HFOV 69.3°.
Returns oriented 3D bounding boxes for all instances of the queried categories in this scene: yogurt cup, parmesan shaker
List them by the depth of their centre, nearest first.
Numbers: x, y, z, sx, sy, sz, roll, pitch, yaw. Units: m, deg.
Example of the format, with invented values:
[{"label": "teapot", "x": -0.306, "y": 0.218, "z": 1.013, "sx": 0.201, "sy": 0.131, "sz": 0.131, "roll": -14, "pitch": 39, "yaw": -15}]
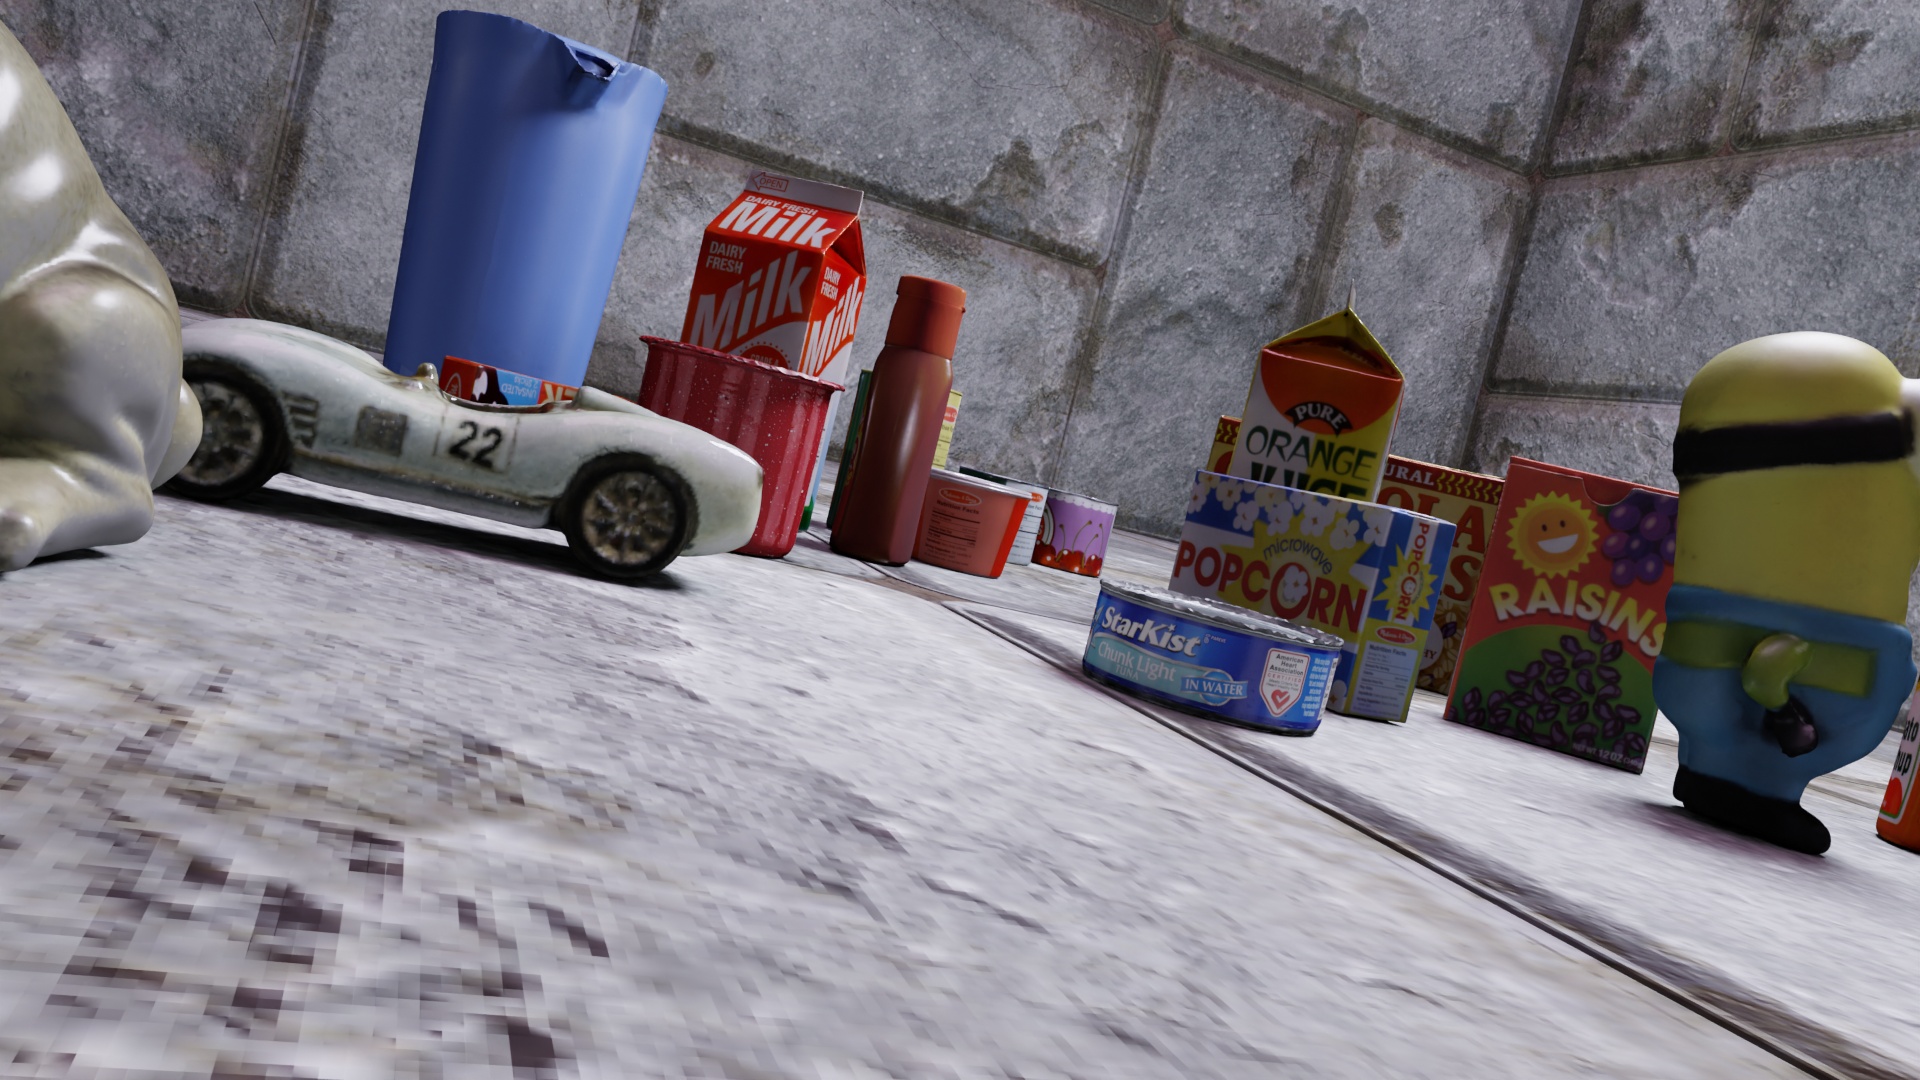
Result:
[{"label": "yogurt cup", "x": 0.003, "y": -0.010, "z": 0.806, "sx": 0.072, "sy": 0.054, "sz": 0.072, "roll": 14, "pitch": 3, "yaw": -1}, {"label": "parmesan shaker", "x": -0.044, "y": -0.051, "z": 0.880, "sx": 0.071, "sy": 0.103, "sz": 0.071, "roll": 14, "pitch": 3, "yaw": -1}]

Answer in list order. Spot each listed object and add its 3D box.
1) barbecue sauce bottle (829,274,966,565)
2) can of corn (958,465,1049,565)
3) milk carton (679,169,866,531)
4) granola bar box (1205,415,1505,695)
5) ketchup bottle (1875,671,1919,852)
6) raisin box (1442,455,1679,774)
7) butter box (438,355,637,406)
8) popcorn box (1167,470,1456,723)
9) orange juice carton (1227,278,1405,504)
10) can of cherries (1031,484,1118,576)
[{"label": "barbecue sauce bottle", "x": -0.031, "y": -0.063, "z": 0.730, "sx": 0.044, "sy": 0.148, "sz": 0.065, "roll": 14, "pitch": 3, "yaw": 1}, {"label": "can of corn", "x": 0.023, "y": -0.018, "z": 0.992, "sx": 0.071, "sy": 0.058, "sz": 0.071, "roll": 14, "pitch": 3, "yaw": -1}, {"label": "milk carton", "x": -0.106, "y": -0.105, "z": 0.763, "sx": 0.072, "sy": 0.190, "sz": 0.073, "roll": 15, "pitch": 3, "yaw": 14}, {"label": "granola bar box", "x": 0.216, "y": 0.007, "z": 0.799, "sx": 0.165, "sy": 0.124, "sz": 0.039, "roll": 15, "pitch": 3, "yaw": 18}, {"label": "ketchup bottle", "x": 0.424, "y": 0.058, "z": 0.577, "sx": 0.043, "sy": 0.148, "sz": 0.065, "roll": 15, "pitch": 3, "yaw": 30}, {"label": "raisin box", "x": 0.276, "y": 0.032, "z": 0.626, "sx": 0.086, "sy": 0.123, "sz": 0.040, "roll": 15, "pitch": 3, "yaw": 24}, {"label": "butter box", "x": -0.183, "y": -0.044, "z": 0.602, "sx": 0.024, "sy": 0.053, "sz": 0.103, "roll": 15, "pitch": 3, "yaw": 29}, {"label": "popcorn box", "x": 0.144, "y": 0.020, "z": 0.603, "sx": 0.038, "sy": 0.085, "sz": 0.127, "roll": 12, "pitch": 3, "yaw": -31}, {"label": "orange juice carton", "x": 0.175, "y": -0.033, "z": 0.703, "sx": 0.073, "sy": 0.192, "sz": 0.072, "roll": 15, "pitch": 3, "yaw": 17}, {"label": "can of cherries", "x": 0.079, "y": -0.008, "z": 1.055, "sx": 0.071, "sy": 0.058, "sz": 0.071, "roll": 14, "pitch": 3, "yaw": -1}]
